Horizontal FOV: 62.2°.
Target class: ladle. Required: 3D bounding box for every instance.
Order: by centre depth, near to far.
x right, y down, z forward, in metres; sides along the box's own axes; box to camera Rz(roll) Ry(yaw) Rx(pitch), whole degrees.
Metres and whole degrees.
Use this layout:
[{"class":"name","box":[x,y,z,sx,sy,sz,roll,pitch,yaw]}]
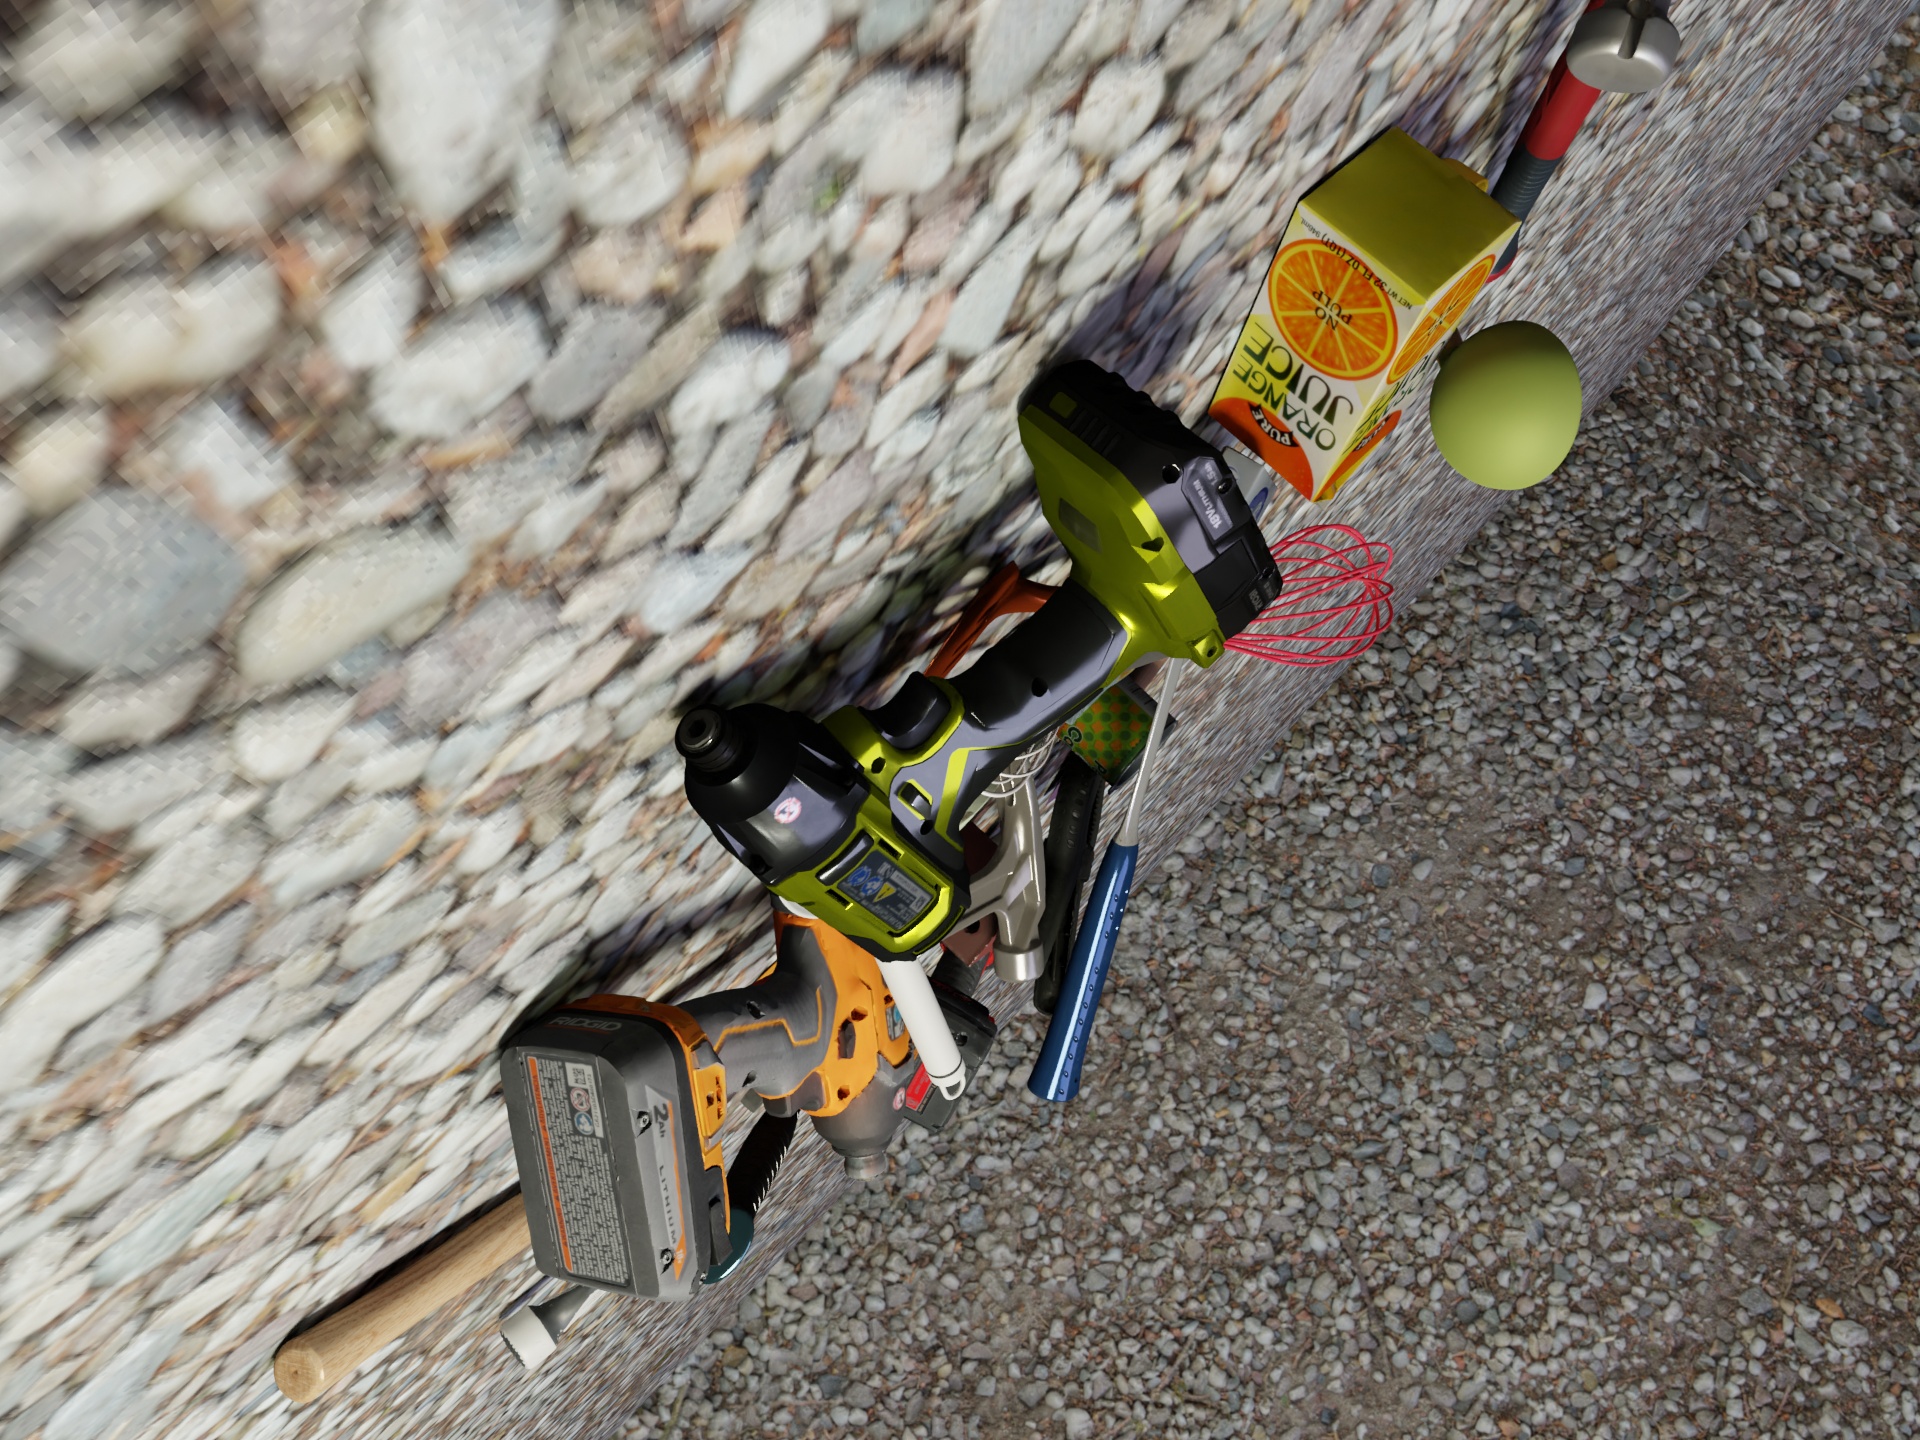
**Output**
[{"class":"ladle","box":[0.274,-0.196,0.851,0.320,0.062,0.078,-65,163,-64]}]

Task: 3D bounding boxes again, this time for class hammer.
[{"class":"hammer","box":[0.291,-0.305,0.763,0.386,0.038,0.143,8,100,-81]},{"class":"hammer","box":[-0.224,0.260,0.855,0.130,0.031,0.331,-53,166,25]},{"class":"hammer","box":[-0.076,0.133,0.857,0.359,0.037,0.149,-23,114,-44]},{"class":"hammer","box":[-0.199,0.309,0.944,0.149,0.036,0.408,-34,169,-28]},{"class":"hammer","box":[-0.116,0.255,1.015,0.128,0.033,0.331,-50,-178,12]},{"class":"hammer","box":[0.107,0.069,1.035,0.144,0.035,0.405,-19,127,-60]}]

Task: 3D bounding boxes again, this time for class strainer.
[{"class":"strainer","box":[-0.039,0.093,0.727,0.087,0.050,0.258,-45,133,-30]}]

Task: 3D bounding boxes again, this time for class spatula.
[{"class":"spatula","box":[0.078,-0.054,0.786,0.322,0.041,0.081,-10,142,-50]},{"class":"spatula","box":[0.132,-0.029,1.178,0.060,0.018,0.315,-39,167,-37]}]

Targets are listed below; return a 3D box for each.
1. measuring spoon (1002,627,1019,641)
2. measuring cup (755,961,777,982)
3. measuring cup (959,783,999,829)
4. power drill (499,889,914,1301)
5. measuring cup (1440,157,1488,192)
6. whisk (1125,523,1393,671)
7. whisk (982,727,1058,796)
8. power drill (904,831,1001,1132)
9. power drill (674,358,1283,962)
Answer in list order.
[{"class":"measuring spoon","box":[-0.001,-0.003,0.802,0.128,0.021,0.042,-44,167,-17]},{"class":"measuring cup","box":[-0.080,0.153,0.951,0.095,0.052,0.173,-31,162,-51]},{"class":"measuring cup","box":[-0.017,0.045,0.797,0.083,0.038,0.167,-45,179,-7]},{"class":"power drill","box":[-0.096,0.171,0.732,0.226,0.084,0.164,-25,111,-58]},{"class":"measuring cup","box":[0.216,-0.226,0.832,0.062,0.029,0.156,-37,166,-40]},{"class":"whisk","box":[0.121,-0.047,0.774,0.295,0.073,0.073,-15,149,-40]},{"class":"whisk","box":[0.057,-0.036,0.825,0.058,0.059,0.246,-26,-168,41]},{"class":"power drill","box":[0.004,0.173,1.150,0.143,0.078,0.220,-65,177,40]},{"class":"power drill","box":[0.006,-0.019,0.599,0.223,0.080,0.171,-45,144,-1]}]
